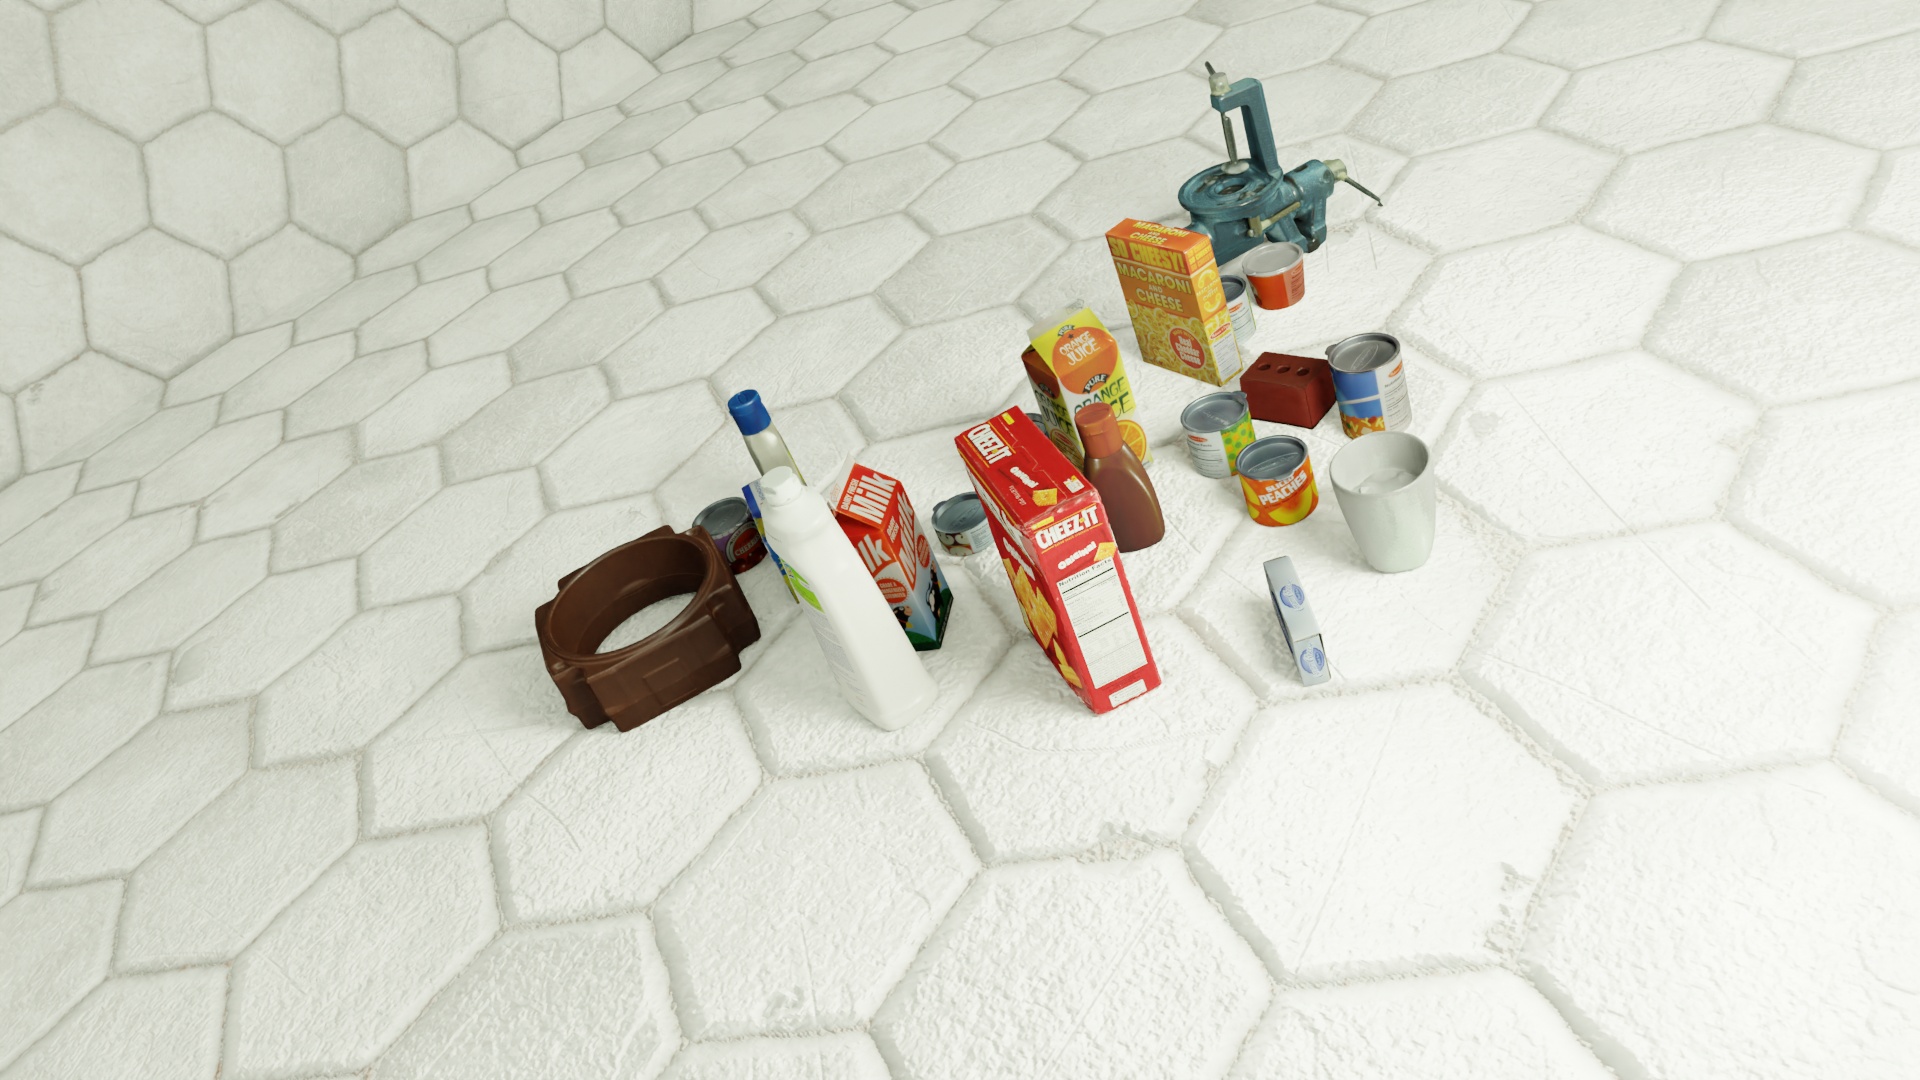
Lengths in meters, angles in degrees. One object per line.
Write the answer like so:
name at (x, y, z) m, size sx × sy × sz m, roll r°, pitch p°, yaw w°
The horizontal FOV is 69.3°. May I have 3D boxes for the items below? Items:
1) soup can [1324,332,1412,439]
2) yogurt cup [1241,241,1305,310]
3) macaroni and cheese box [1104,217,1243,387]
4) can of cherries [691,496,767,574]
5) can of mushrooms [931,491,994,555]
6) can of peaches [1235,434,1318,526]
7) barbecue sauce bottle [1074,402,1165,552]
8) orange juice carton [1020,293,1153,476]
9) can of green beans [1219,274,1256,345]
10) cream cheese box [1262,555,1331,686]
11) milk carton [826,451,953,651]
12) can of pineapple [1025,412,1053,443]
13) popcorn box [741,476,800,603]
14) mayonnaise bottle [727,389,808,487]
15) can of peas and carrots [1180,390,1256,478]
soup can at (0.386, -0.145, 1.314) m, size 0.071 × 0.083 × 0.072 m, roll -15°, pitch 36°, yaw 11°
yogurt cup at (0.354, -0.295, 1.556) m, size 0.072 × 0.053 × 0.073 m, roll -15°, pitch 36°, yaw 11°
macaroni and cheese box at (0.227, -0.254, 1.475) m, size 0.040 × 0.165 × 0.124 m, roll -38°, pitch 37°, yaw -20°
can of cherries at (-0.246, -0.004, 1.500) m, size 0.071 × 0.058 × 0.072 m, roll -15°, pitch 36°, yaw 11°
can of mushrooms at (0.005, -0.018, 1.400) m, size 0.071 × 0.033 × 0.071 m, roll -15°, pitch 36°, yaw 11°
can of peaches at (0.290, -0.053, 1.267) m, size 0.071 × 0.057 × 0.071 m, roll -15°, pitch 36°, yaw 11°
barbecue sauce bottle at (0.142, -0.057, 1.277) m, size 0.065 × 0.148 × 0.044 m, roll -13°, pitch 36°, yaw 15°
orange juice carton at (0.120, -0.144, 1.365) m, size 0.072 × 0.191 × 0.073 m, roll -33°, pitch 36°, yaw -13°
can of green beans at (0.288, -0.251, 1.531) m, size 0.071 × 0.057 × 0.071 m, roll -15°, pitch 36°, yaw 11°
cream cheese box at (0.272, 0.064, 1.126) m, size 0.024 × 0.053 × 0.104 m, roll -17°, pitch 35°, yaw 8°
milk carton at (-0.076, 0.013, 1.268) m, size 0.073 × 0.189 × 0.073 m, roll -8°, pitch 37°, yaw 21°
can of pineapple at (0.068, -0.089, 1.439) m, size 0.071 × 0.057 × 0.071 m, roll -15°, pitch 36°, yaw 11°
popcorn box at (-0.183, -0.004, 1.441) m, size 0.038 × 0.085 × 0.127 m, roll -26°, pitch 35°, yaw -5°
mayonnaise bottle at (-0.209, -0.096, 1.523) m, size 0.041 × 0.147 × 0.065 m, roll -28°, pitch 35°, yaw -7°
can of peas and carrots at (0.255, -0.104, 1.354) m, size 0.071 × 0.058 × 0.071 m, roll -15°, pitch 36°, yaw 11°
